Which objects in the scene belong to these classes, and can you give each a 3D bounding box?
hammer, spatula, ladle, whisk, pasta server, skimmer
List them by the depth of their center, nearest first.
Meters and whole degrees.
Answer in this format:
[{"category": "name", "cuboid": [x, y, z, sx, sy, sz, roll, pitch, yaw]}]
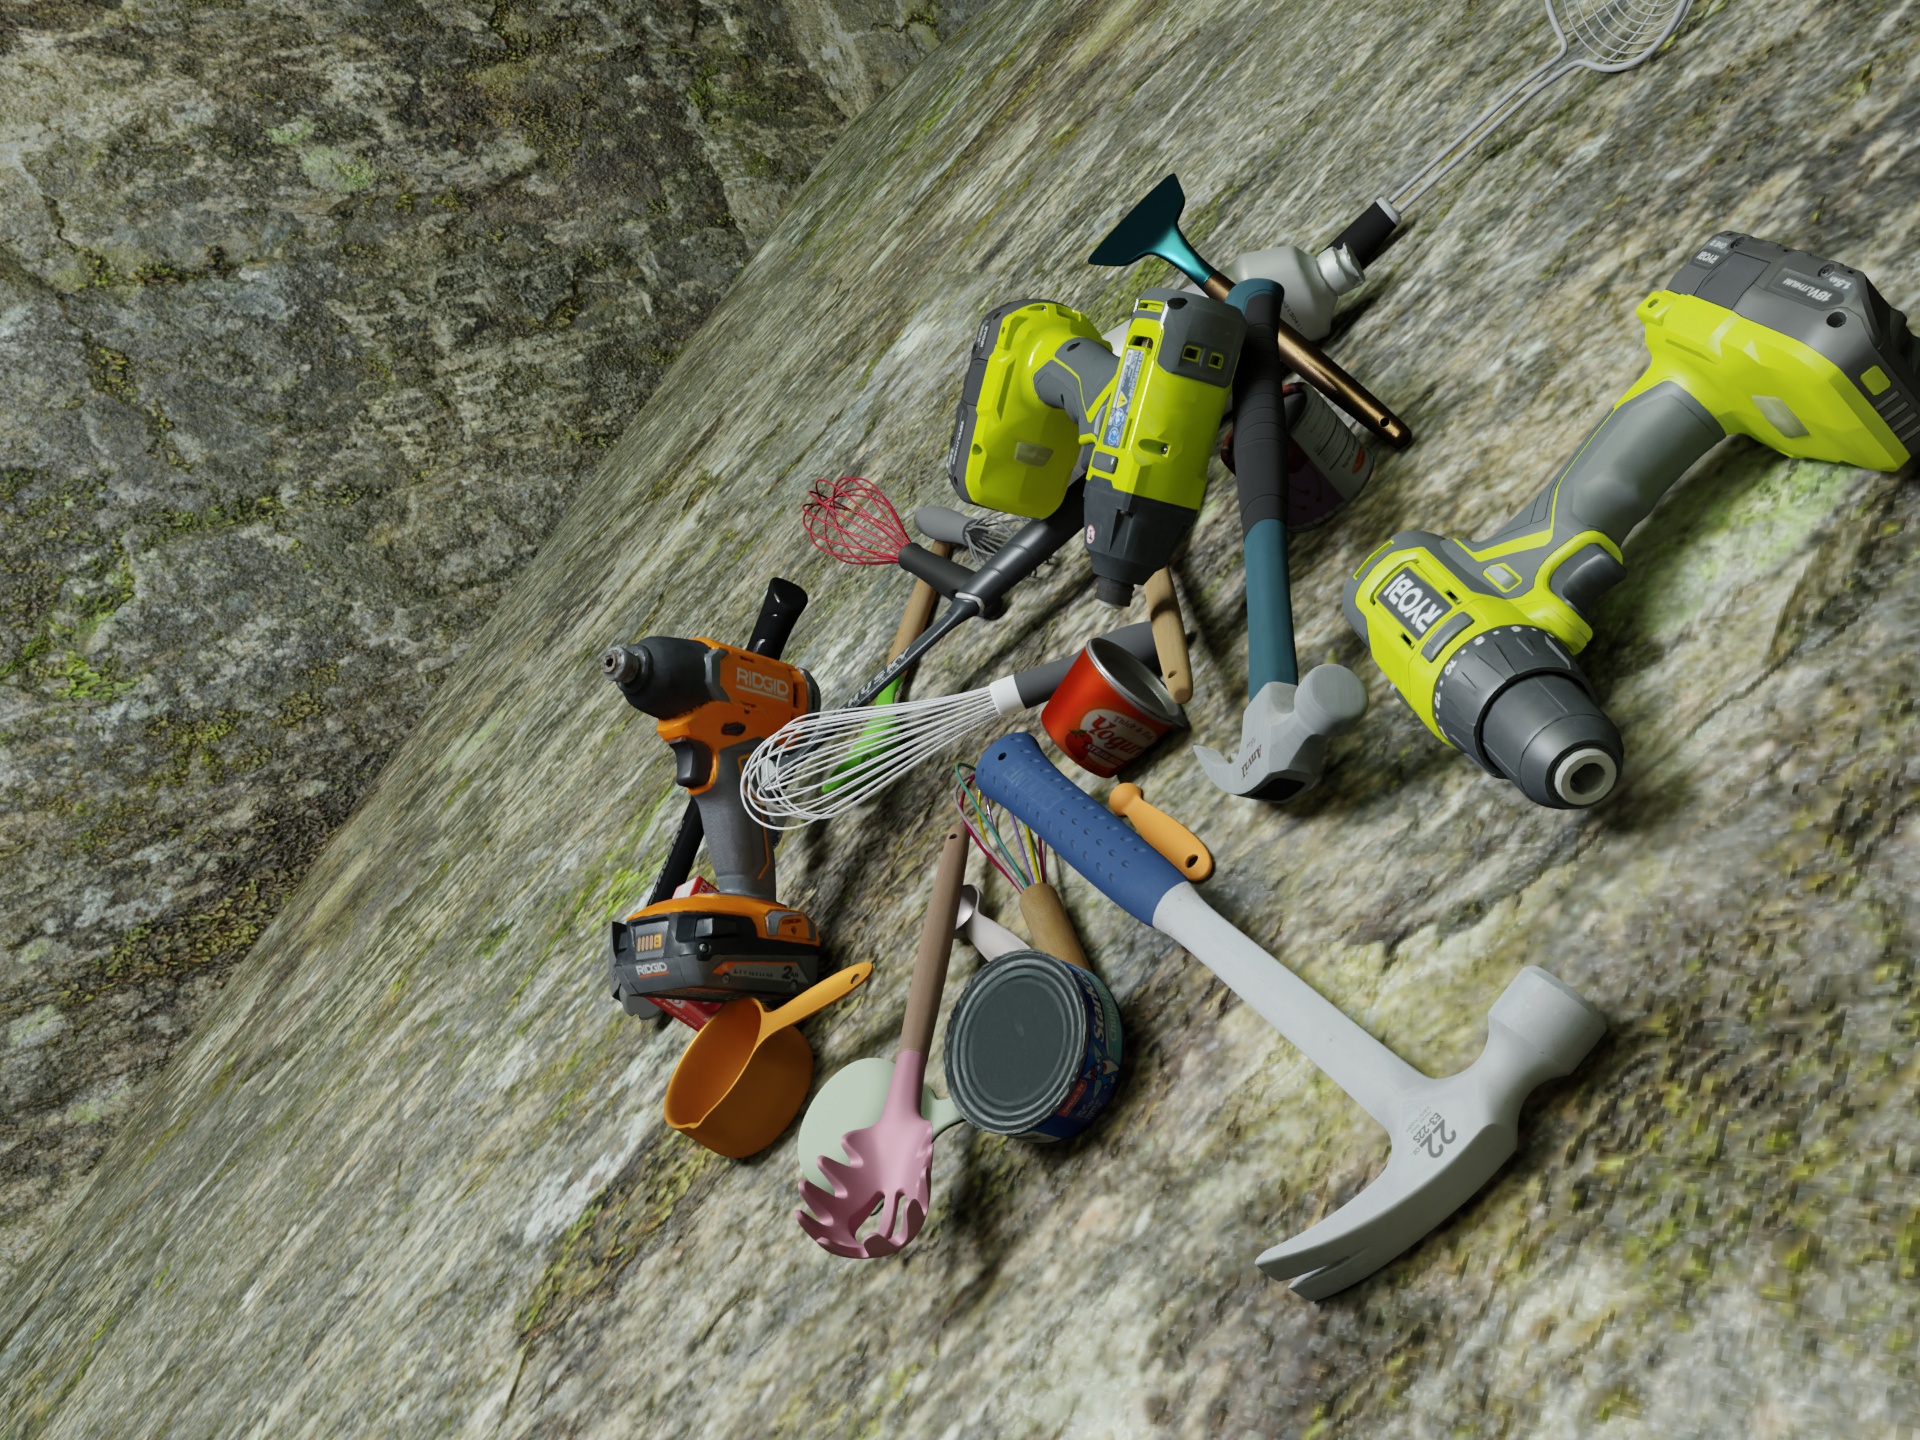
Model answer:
[{"category": "hammer", "cuboid": [0.096, 0.092, 0.712, 0.144, 0.035, 0.406, -50, 29, 0]}, {"category": "pasta server", "cuboid": [-0.023, 0.147, 0.809, 0.060, 0.040, 0.316, -10, 31, 15]}, {"category": "hammer", "cuboid": [0.156, -0.106, 0.813, 0.128, 0.033, 0.331, 116, 163, -55]}, {"category": "whisk", "cuboid": [0.037, 0.082, 0.864, 0.047, 0.051, 0.245, -39, 28, 9]}, {"category": "ladle", "cuboid": [0.118, -0.084, 0.947, 0.069, 0.031, 0.316, -39, 19, 19]}, {"category": "whisk", "cuboid": [-0.002, -0.004, 0.952, 0.284, 0.070, 0.070, -21, 29, 7]}, {"category": "spatula", "cuboid": [0.178, -0.255, 0.990, 0.082, 0.044, 0.318, -44, 52, 11]}, {"category": "skimmer", "cuboid": [0.310, -0.383, 1.016, 0.363, 0.090, 0.127, -41, 56, 24]}, {"category": "hammer", "cuboid": [-0.006, -0.070, 1.099, 0.409, 0.036, 0.149, -41, 21, 18]}, {"category": "hammer", "cuboid": [-0.191, 0.050, 1.200, 0.335, 0.035, 0.146, -68, 19, 0]}, {"category": "whisk", "cuboid": [0.008, -0.144, 1.231, 0.055, 0.055, 0.239, -51, 24, -3]}, {"category": "whisk", "cuboid": [-0.049, -0.137, 1.270, 0.073, 0.073, 0.296, -51, 38, -3]}]

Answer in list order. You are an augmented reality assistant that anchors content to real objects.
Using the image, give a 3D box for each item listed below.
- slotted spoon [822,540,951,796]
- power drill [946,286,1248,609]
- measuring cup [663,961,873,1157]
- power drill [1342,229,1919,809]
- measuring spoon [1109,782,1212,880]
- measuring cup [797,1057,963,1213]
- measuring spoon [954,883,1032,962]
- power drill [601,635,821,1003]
[{"category": "slotted spoon", "cuboid": [-0.044, -0.050, 1.221, 0.070, 0.031, 0.314, -31, 28, 36]}, {"category": "power drill", "cuboid": [0.073, -0.167, 0.938, 0.223, 0.080, 0.171, 37, 115, 63]}, {"category": "measuring cup", "cuboid": [-0.097, 0.193, 0.922, 0.173, 0.052, 0.095, -34, 28, 27]}, {"category": "power drill", "cuboid": [0.273, -0.076, 0.645, 0.228, 0.080, 0.191, -46, 22, 15]}, {"category": "measuring spoon", "cuboid": [0.102, 0.056, 0.825, 0.021, 0.011, 0.117, -48, 24, 3]}, {"category": "measuring cup", "cuboid": [-0.021, 0.190, 0.804, 0.167, 0.038, 0.083, -35, 27, 32]}, {"category": "measuring spoon", "cuboid": [0.022, 0.124, 0.868, 0.034, 0.018, 0.124, -49, 30, -5]}, {"category": "power drill", "cuboid": [-0.160, 0.058, 0.999, 0.084, 0.164, 0.227, -14, 70, 35]}]
